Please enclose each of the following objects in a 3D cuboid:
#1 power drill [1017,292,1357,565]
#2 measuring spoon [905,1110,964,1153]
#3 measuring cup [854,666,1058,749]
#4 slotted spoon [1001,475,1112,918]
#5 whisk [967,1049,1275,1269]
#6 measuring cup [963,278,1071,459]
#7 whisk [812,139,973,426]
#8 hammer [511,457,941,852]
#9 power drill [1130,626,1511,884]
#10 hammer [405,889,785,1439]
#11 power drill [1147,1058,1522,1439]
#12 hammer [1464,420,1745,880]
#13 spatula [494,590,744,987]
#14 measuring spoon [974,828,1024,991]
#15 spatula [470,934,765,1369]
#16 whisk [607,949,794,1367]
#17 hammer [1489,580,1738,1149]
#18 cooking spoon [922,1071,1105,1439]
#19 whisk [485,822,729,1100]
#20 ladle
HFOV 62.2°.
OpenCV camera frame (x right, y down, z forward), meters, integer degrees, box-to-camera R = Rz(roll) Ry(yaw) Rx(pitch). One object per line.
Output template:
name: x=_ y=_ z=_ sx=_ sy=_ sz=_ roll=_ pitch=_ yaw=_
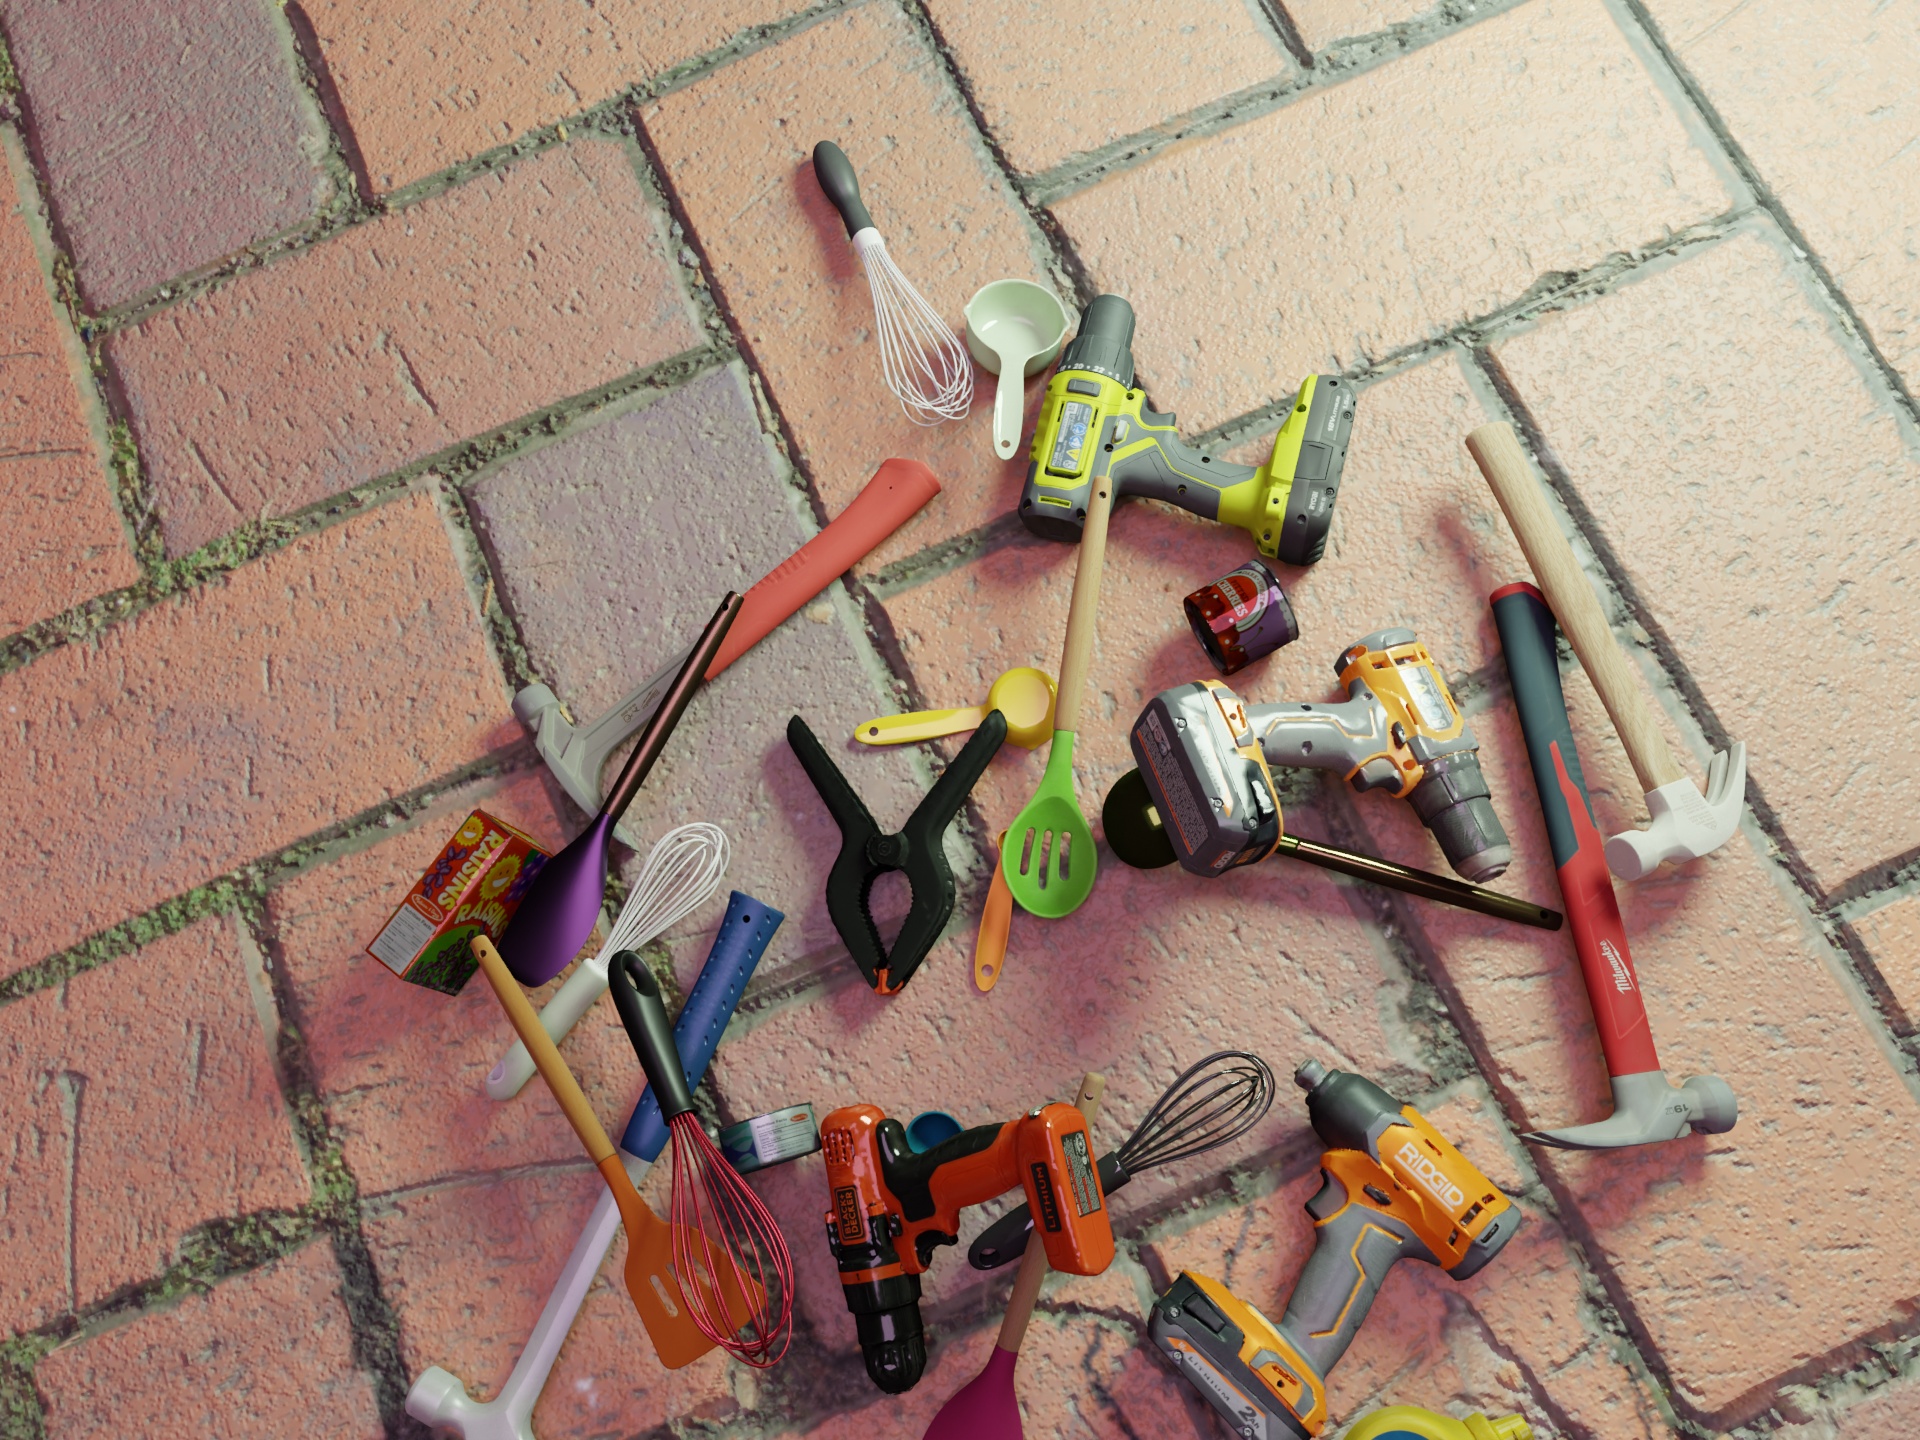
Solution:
power drill: x=0.170 y=-0.213 z=1.176 sx=0.228 sy=0.080 sz=0.191 roll=13 pitch=77 yaw=12
measuring spoon: x=0.025 y=0.293 z=1.086 sx=0.128 sy=0.021 sz=0.042 roll=9 pitch=88 yaw=-1
measuring cup: x=-0.002 y=-0.004 z=1.158 sx=0.156 sy=0.029 sz=0.062 roll=-9 pitch=74 yaw=2
slotted spoon: x=0.079 y=-0.018 z=1.125 sx=0.070 sy=0.031 sz=0.314 roll=9 pitch=88 yaw=-10
whisk: x=0.104 y=0.294 z=1.055 sx=0.239 sy=0.055 sz=0.055 roll=-34 pitch=74 yaw=3
measuring cup: x=0.038 y=-0.258 z=1.205 sx=0.083 sy=0.038 sz=0.168 roll=7 pitch=64 yaw=-3
whisk: x=-0.061 y=-0.349 z=1.248 sx=0.070 sy=0.070 sz=0.285 roll=-24 pitch=69 yaw=-1
hammer: x=-0.155 y=-0.067 z=1.189 sx=0.359 sy=0.036 sz=0.149 roll=-39 pitch=75 yaw=-5
power drill: x=0.249 y=0.041 z=1.064 sx=0.226 sy=0.084 sz=0.185 roll=-12 pitch=65 yaw=-21
hammer: x=-0.222 y=0.311 z=1.092 sx=0.144 sy=0.035 sz=0.405 roll=23 pitch=78 yaw=12
power drill: x=0.224 y=0.338 z=1.019 sx=0.226 sy=0.084 sz=0.164 roll=-43 pitch=74 yaw=-11
hammer: x=0.437 y=-0.060 z=1.099 sx=0.130 sy=0.031 sz=0.331 roll=-15 pitch=75 yaw=-23
spatula: x=-0.236 y=0.046 z=1.139 sx=0.060 sy=0.018 sz=0.316 roll=26 pitch=83 yaw=17
measuring spoon: x=0.027 y=0.135 z=1.130 sx=0.021 sy=0.011 sz=0.117 roll=10 pitch=79 yaw=3
spatula: x=-0.248 y=0.278 z=1.075 sx=0.081 sy=0.041 sz=0.323 roll=-35 pitch=70 yaw=-5
whisk: x=-0.176 y=0.276 z=1.034 sx=0.073 sy=0.073 sz=0.296 roll=-27 pitch=61 yaw=-2
hammer: x=0.403 y=0.090 z=1.075 sx=0.143 sy=0.038 sz=0.387 roll=-4 pitch=72 yaw=-13
cooking spoon: x=0.038 y=0.381 z=1.031 sx=0.069 sy=0.017 sz=0.319 roll=18 pitch=88 yaw=12
whisk: x=-0.252 y=0.172 z=1.132 sx=0.246 sy=0.059 sz=0.058 roll=-50 pitch=39 yaw=-4
ladle: x=0.255 y=0.099 z=1.105 sx=0.320 sy=0.062 sz=0.078 roll=16 pitch=68 yaw=3
